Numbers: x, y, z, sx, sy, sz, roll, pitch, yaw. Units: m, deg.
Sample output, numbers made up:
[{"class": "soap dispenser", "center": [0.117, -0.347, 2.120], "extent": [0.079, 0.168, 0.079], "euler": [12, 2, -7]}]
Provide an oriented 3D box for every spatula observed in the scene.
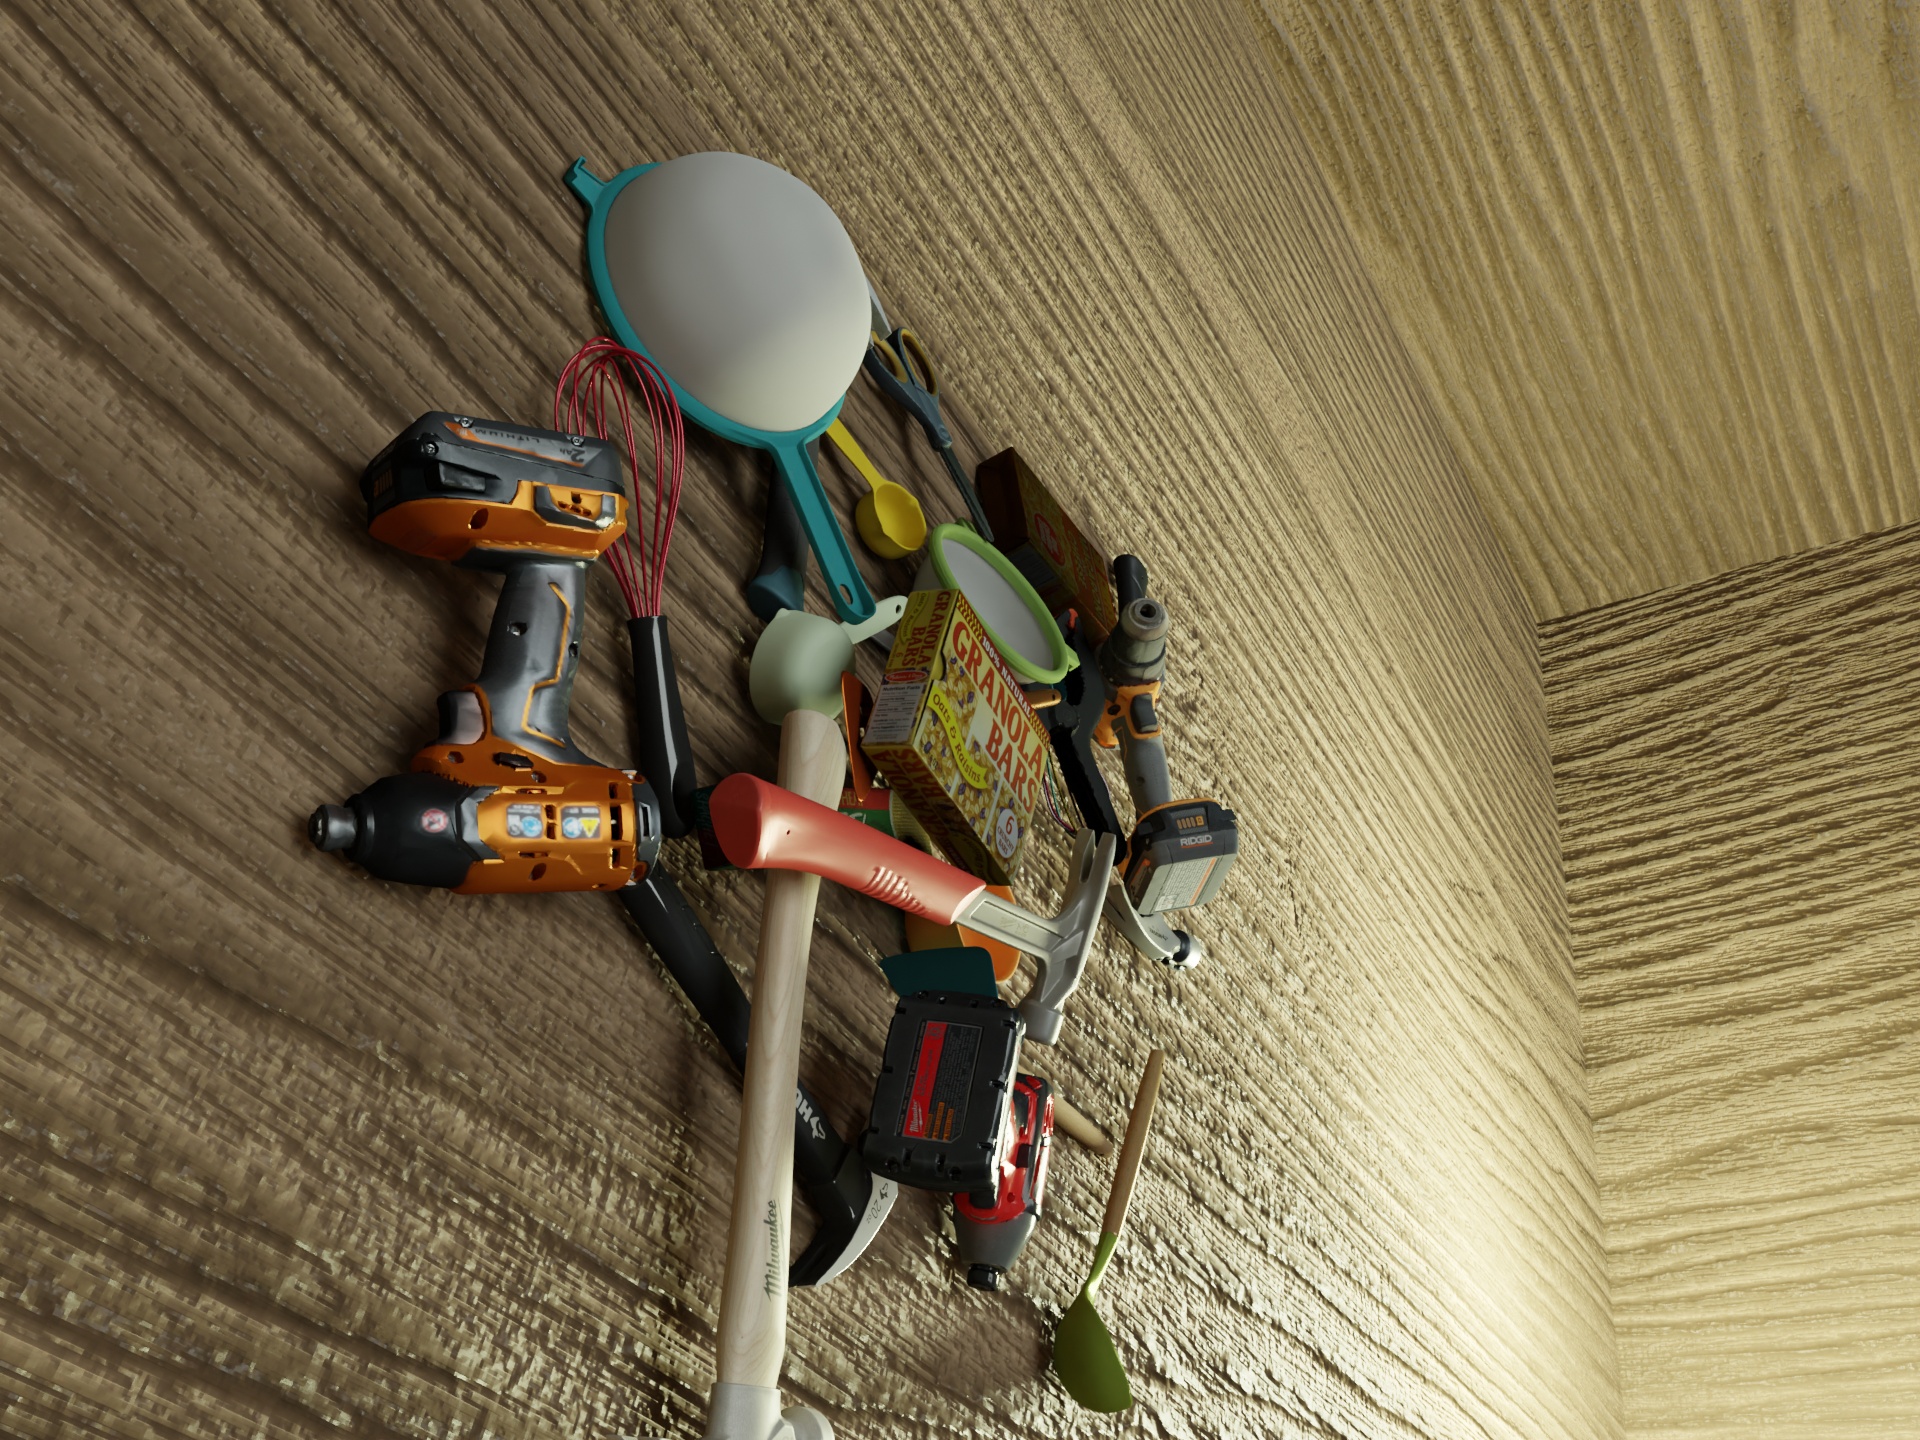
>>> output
[{"class": "spatula", "center": [-0.002, -0.004, 1.098], "extent": [0.322, 0.041, 0.081], "euler": [-11, 95, -59]}, {"class": "spatula", "center": [0.048, 0.252, 1.154], "extent": [0.317, 0.082, 0.044], "euler": [49, 38, -47]}]

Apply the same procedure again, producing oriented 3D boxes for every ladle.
[{"class": "ladle", "center": [0.131, 0.375, 1.215], "extent": [0.320, 0.062, 0.078], "euler": [-64, 151, -49]}]

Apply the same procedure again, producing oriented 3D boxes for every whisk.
[{"class": "whisk", "center": [0.071, -0.010, 1.339], "extent": [0.047, 0.051, 0.245], "euler": [-17, 85, -27]}, {"class": "whisk", "center": [-0.184, -0.078, 0.923], "extent": [0.073, 0.073, 0.296], "euler": [-5, 86, -60]}]

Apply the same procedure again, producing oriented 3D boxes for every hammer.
[{"class": "hammer", "center": [-0.016, 0.090, 0.945], "extent": [0.358, 0.037, 0.149], "euler": [32, 72, -51]}, {"class": "hammer", "center": [-0.105, 0.181, 0.850], "extent": [0.146, 0.038, 0.411], "euler": [41, 45, -52]}, {"class": "hammer", "center": [-0.114, -0.214, 1.120], "extent": [0.128, 0.033, 0.331], "euler": [26, 55, -37]}, {"class": "hammer", "center": [0.165, 0.021, 1.490], "extent": [0.149, 0.036, 0.409], "euler": [35, 47, -47]}, {"class": "hammer", "center": [-0.133, 0.171, 0.901], "extent": [0.334, 0.035, 0.146], "euler": [61, 31, -20]}]

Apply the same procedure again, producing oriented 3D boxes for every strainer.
[{"class": "strainer", "center": [-0.006, -0.061, 1.176], "extent": [0.151, 0.069, 0.256], "euler": [51, 24, 0]}, {"class": "strainer", "center": [-0.105, -0.233, 1.029], "extent": [0.211, 0.095, 0.340], "euler": [-15, 80, -50]}]

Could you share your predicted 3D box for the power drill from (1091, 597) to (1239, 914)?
[{"class": "power drill", "center": [0.161, 0.025, 1.323], "extent": [0.185, 0.084, 0.226], "euler": [99, -20, -60]}]

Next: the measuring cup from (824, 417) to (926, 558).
[{"class": "measuring cup", "center": [-0.084, -0.187, 1.188], "extent": [0.156, 0.029, 0.062], "euler": [52, 37, -13]}]

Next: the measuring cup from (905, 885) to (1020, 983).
[{"class": "measuring cup", "center": [-0.024, 0.130, 1.093], "extent": [0.173, 0.052, 0.095], "euler": [34, 48, -46]}]

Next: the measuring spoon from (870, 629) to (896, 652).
[{"class": "measuring spoon", "center": [-0.040, -0.042, 1.194], "extent": [0.124, 0.018, 0.034], "euler": [36, 29, -39]}]

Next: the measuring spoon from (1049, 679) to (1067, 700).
[{"class": "measuring spoon", "center": [0.092, -0.033, 1.416], "extent": [0.128, 0.021, 0.042], "euler": [5, 79, -69]}]

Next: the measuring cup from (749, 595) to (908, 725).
[{"class": "measuring cup", "center": [-0.073, -0.048, 1.062], "extent": [0.167, 0.038, 0.083], "euler": [-34, 130, -46]}]

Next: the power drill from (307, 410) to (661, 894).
[{"class": "power drill", "center": [-0.234, -0.028, 0.774], "extent": [0.164, 0.084, 0.226], "euler": [3, 76, -41]}]

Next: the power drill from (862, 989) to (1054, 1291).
[{"class": "power drill", "center": [0.010, 0.268, 1.004], "extent": [0.219, 0.078, 0.143], "euler": [68, 30, -56]}]
